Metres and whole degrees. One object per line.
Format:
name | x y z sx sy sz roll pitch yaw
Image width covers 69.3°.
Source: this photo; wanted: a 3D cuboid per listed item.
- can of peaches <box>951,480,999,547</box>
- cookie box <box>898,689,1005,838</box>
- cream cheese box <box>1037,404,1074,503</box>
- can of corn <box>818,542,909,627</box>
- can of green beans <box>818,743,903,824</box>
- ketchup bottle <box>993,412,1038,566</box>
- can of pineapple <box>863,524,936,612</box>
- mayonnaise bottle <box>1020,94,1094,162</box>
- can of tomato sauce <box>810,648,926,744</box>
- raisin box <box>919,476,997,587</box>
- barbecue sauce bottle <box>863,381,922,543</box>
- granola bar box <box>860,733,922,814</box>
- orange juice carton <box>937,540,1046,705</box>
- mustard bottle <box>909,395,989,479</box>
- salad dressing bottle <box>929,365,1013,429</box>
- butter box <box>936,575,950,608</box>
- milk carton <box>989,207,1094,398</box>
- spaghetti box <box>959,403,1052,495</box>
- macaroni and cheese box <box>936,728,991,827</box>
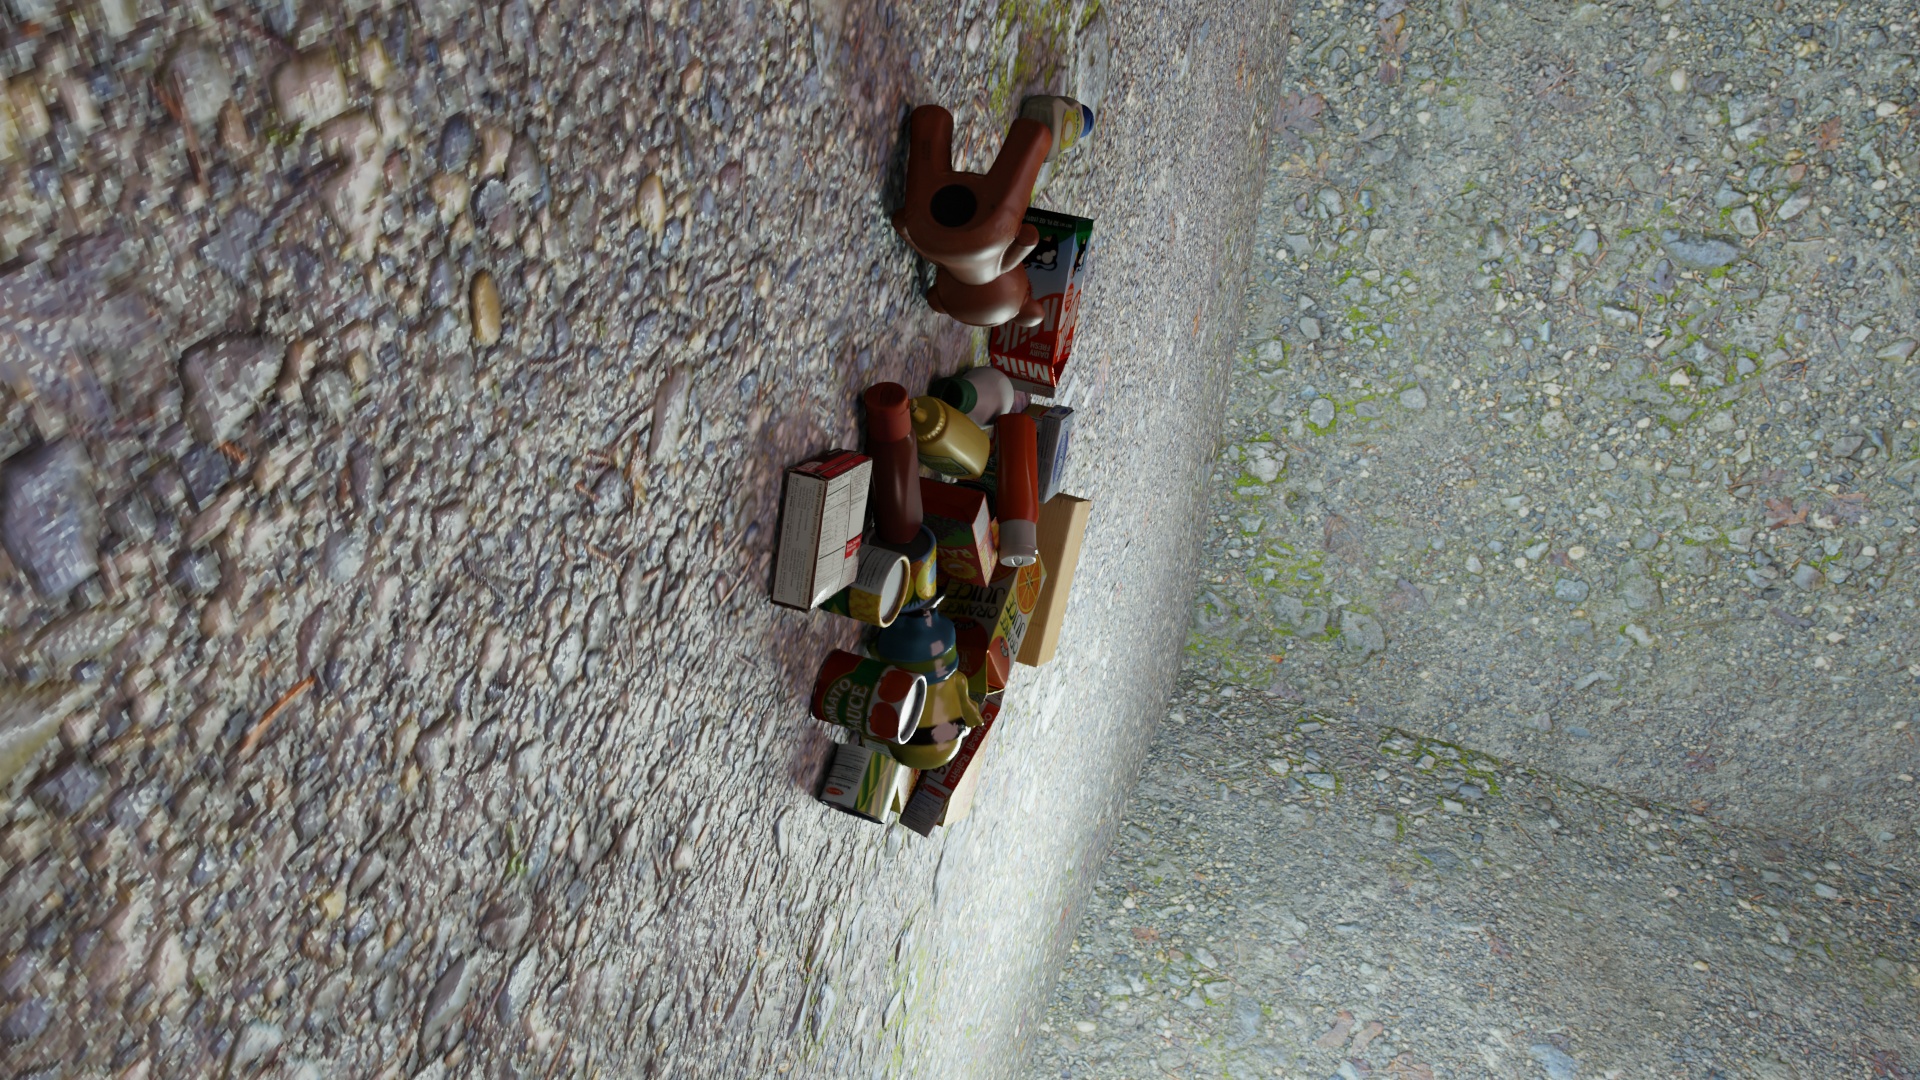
can of peaches | 0.005 -0.018 1.424 0.057 0.071 0.071 79 30 -58
cookie box | -0.007 0.228 1.527 0.167 0.040 0.123 -61 180 9
cream cheese box | 0.102 -0.097 1.564 0.053 0.024 0.103 -41 143 -64
can of corn | -0.082 0.037 1.185 0.071 0.058 0.071 14 91 -74
can of green beans | -0.093 0.229 1.309 0.071 0.071 0.058 64 43 -67
ketchup bottle | 0.056 -0.049 1.383 0.064 0.043 0.149 74 14 -68
can of pineapple | -0.053 0.023 1.250 0.071 0.071 0.057 -58 157 -46
mayonnaise bottle | 0.100 -0.423 1.416 0.149 0.041 0.064 -43 143 -61
can of tomato sauce | -0.081 0.140 1.235 0.071 0.083 0.071 13 91 -75
raisin box | -0.014 -0.008 1.324 0.123 0.086 0.040 77 30 -59
barbecue sauce bottle | -0.058 -0.069 1.194 0.147 0.044 0.065 87 7 -45
granola bar box | -0.051 0.183 1.458 0.123 0.039 0.166 87 24 -46
orange juice carton | 0.021 0.084 1.430 0.072 0.072 0.193 66 37 -47
mustard bottle | -0.021 -0.098 1.268 0.160 0.065 0.049 37 65 -67
salad dressing bottle | 0.011 -0.141 1.368 0.064 0.044 0.148 -70 164 11
butter box | -0.009 0.019 1.481 0.053 0.024 0.104 70 38 -63
milk carton | 0.082 -0.248 1.459 0.074 0.072 0.189 -36 139 -66
spaghetti box | 0.064 -0.105 1.569 0.251 0.050 0.028 -45 146 -60
macaroni and cheese box | 0.000 0.259 1.700 0.123 0.040 0.166 20 85 -75
